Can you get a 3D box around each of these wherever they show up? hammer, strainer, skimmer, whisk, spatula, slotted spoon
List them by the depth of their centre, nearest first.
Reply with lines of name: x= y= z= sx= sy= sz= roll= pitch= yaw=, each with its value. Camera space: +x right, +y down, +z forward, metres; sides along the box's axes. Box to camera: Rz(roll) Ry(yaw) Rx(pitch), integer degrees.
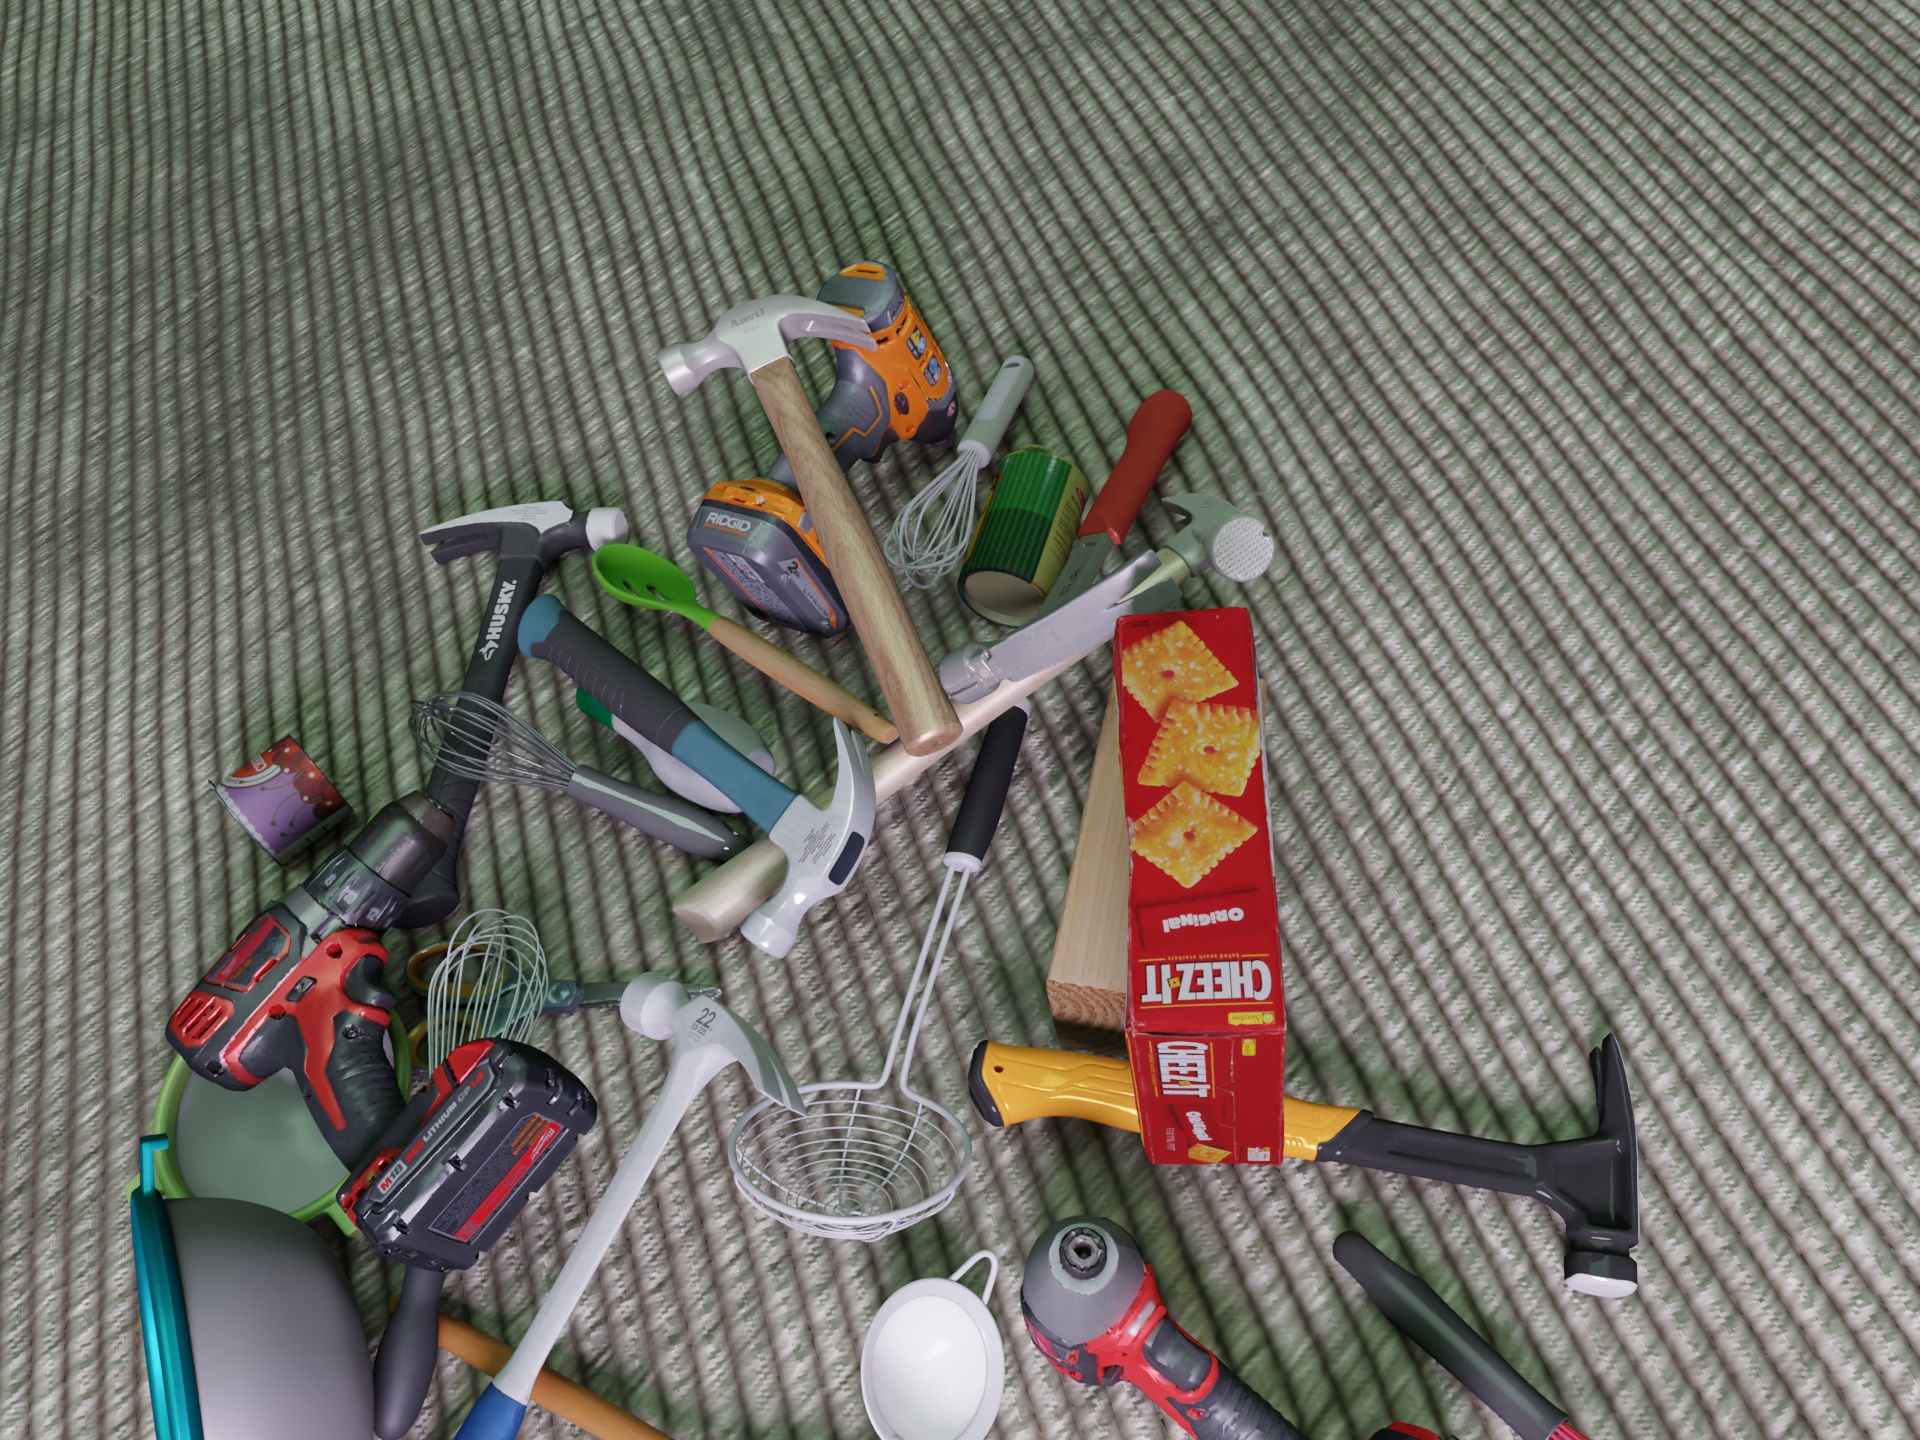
whisk: x=0.284 y=0.339 z=0.719 sx=0.073 sy=0.073 sz=0.296 roll=-39 pitch=54 yaw=-16
strainer: x=-0.313 y=0.365 z=0.740 sx=0.095 sy=0.210 sz=0.341 roll=-8 pitch=45 yaw=-32
strainer: x=-0.039 y=0.367 z=0.741 sx=0.050 sy=0.086 sz=0.259 roll=-31 pitch=25 yaw=43
hammer: x=-0.214 y=0.322 z=0.782 sx=0.144 sy=0.035 sz=0.405 roll=12 pitch=67 yaw=45
spatula: x=-0.164 y=0.363 z=0.803 sx=0.323 sy=0.041 sz=0.081 roll=16 pitch=59 yaw=25
hammer: x=0.172 y=0.200 z=0.814 sx=0.337 sy=0.034 sz=0.127 roll=8 pitch=61 yaw=5
whisk: x=-0.278 y=0.237 z=0.866 sx=0.070 sy=0.070 sz=0.285 roll=0 pitch=61 yaw=10
skimmer: x=-0.020 y=0.119 z=0.900 sx=0.127 sy=0.090 sz=0.363 roll=9 pitch=58 yaw=17
strainer: x=-0.364 y=0.178 z=0.930 sx=0.151 sy=0.069 sz=0.257 roll=2 pitch=59 yaw=13
hammer: x=-0.073 y=-0.126 z=0.958 sx=0.130 sy=0.031 sz=0.332 roll=-26 pitch=66 yaw=2
hammer: x=-0.002 y=-0.003 z=0.967 sx=0.410 sy=0.038 sz=0.146 roll=-36 pitch=16 yaw=1
hammer: x=-0.175 y=0.006 z=0.973 sx=0.331 sy=0.033 sz=0.128 roll=34 pitch=84 yaw=36
hammer: x=0.102 y=-0.133 z=0.985 sx=0.149 sy=0.036 sz=0.359 roll=-27 pitch=18 yaw=32
whisk: x=-0.241 y=0.037 z=1.000 sx=0.239 sy=0.055 sz=0.055 roll=22 pitch=62 yaw=6
slotted spoon: x=-0.144 y=-0.052 z=1.033 sx=0.070 sy=0.031 sz=0.314 roll=-7 pitch=27 yaw=-43
hammer: x=-0.332 y=-0.013 z=1.080 sx=0.146 sy=0.035 sz=0.335 roll=0 pitch=57 yaw=10
whisk: x=0.006 y=-0.182 z=1.115 sx=0.058 sy=0.059 sz=0.246 roll=-1 pitch=45 yaw=28

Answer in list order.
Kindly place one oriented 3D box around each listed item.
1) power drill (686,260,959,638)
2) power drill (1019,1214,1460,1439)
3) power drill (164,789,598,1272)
power drill: x=-0.077 y=-0.173 z=1.082 sx=0.084 sy=0.164 sz=0.226 roll=17 pitch=71 yaw=31
power drill: x=0.121 y=0.308 z=0.717 sx=0.220 sy=0.143 sz=0.078 roll=32 pitch=64 yaw=24
power drill: x=-0.295 y=0.155 z=0.841 sx=0.227 sy=0.080 sz=0.188 roll=33 pitch=76 yaw=29
